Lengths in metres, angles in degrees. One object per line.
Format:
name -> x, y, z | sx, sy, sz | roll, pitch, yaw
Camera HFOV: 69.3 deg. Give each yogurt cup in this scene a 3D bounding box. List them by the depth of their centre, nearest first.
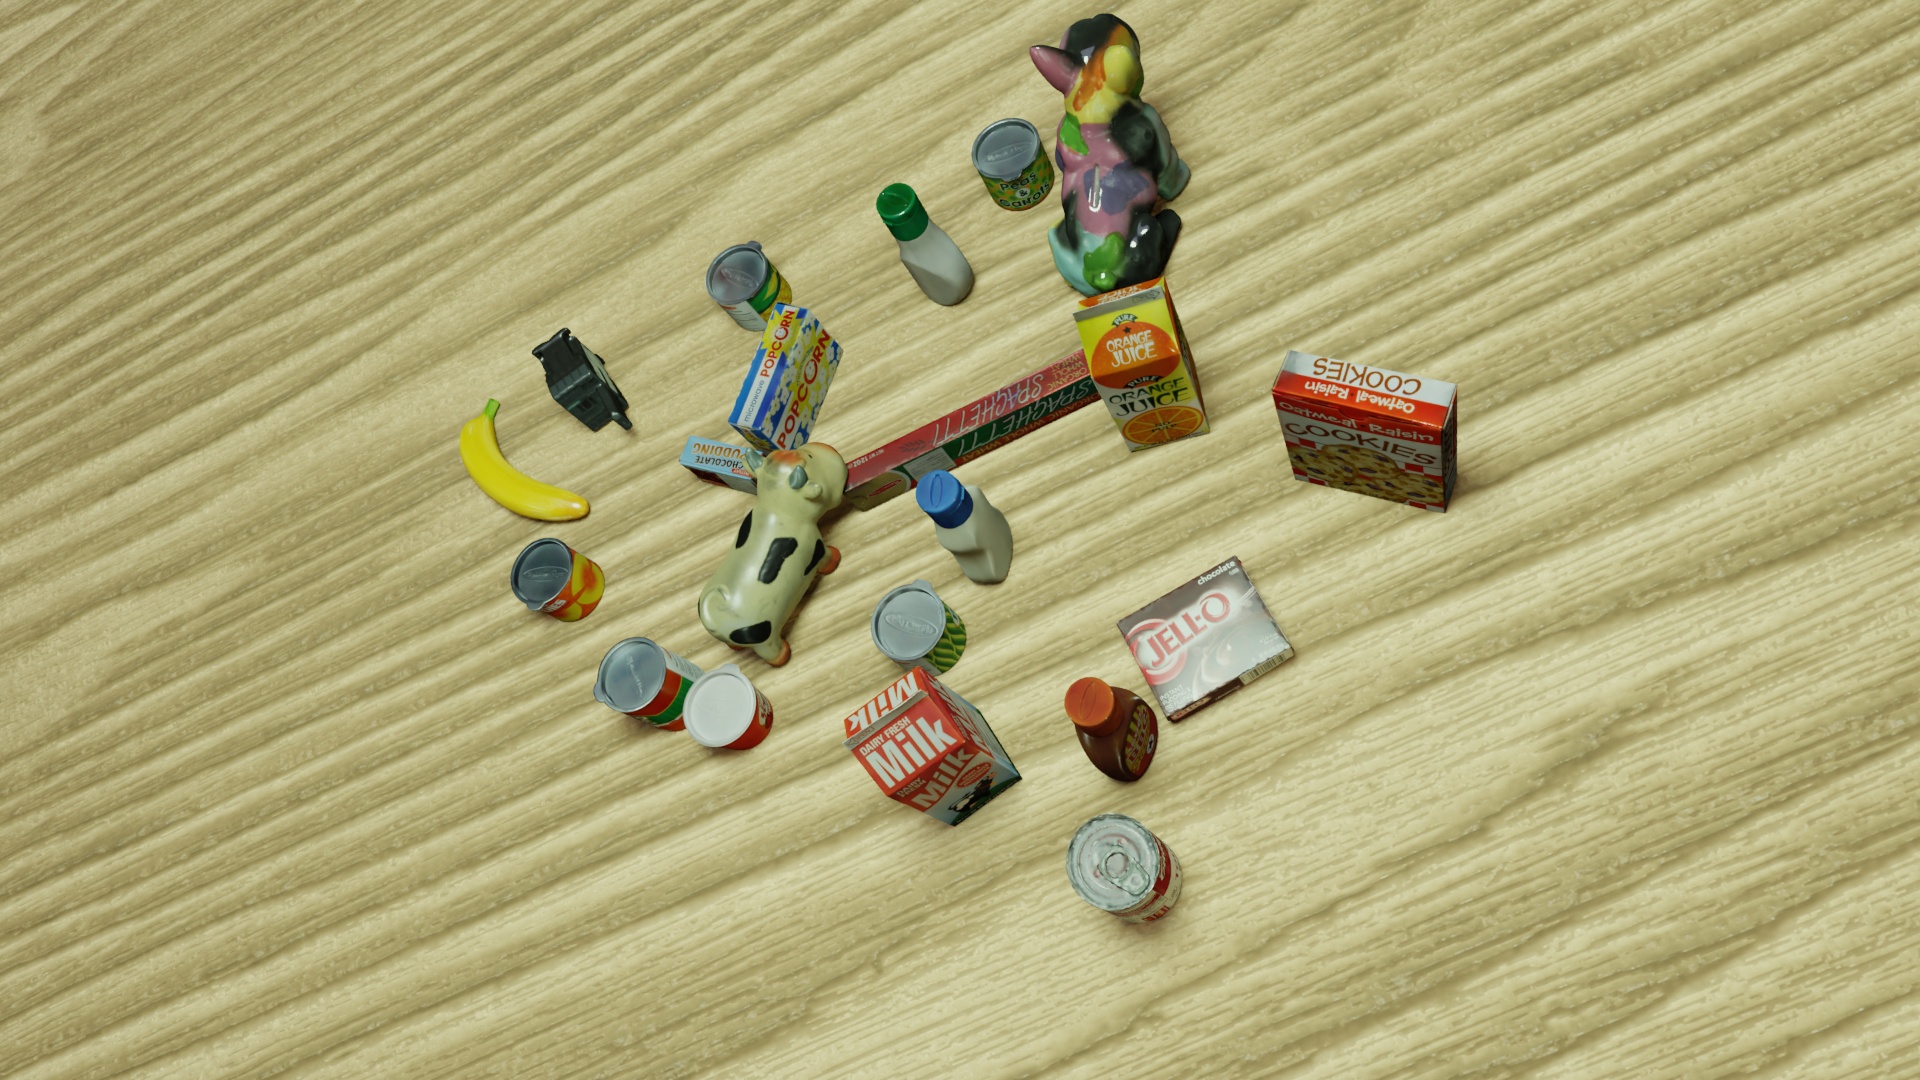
yogurt cup -> -0.198, 0.149, 1.201 | 0.072, 0.054, 0.072 | -7, 68, 17

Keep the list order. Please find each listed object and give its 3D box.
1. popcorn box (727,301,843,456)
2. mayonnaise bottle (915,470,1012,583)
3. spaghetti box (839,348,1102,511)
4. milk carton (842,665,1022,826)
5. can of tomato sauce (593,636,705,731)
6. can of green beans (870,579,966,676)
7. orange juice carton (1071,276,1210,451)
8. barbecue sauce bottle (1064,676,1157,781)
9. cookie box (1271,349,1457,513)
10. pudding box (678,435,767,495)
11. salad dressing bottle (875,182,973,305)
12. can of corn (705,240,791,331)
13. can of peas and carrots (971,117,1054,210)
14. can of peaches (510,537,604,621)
popcorn box -> -0.161, -0.144, 1.285 | 0.038, 0.085, 0.127 | 14, 75, 23
mayonnaise bottle -> 0.004, -0.014, 1.142 | 0.041, 0.147, 0.065 | -4, 69, 18
spaghetti box -> 0.011, -0.096, 1.227 | 0.250, 0.050, 0.029 | -25, 64, 8
milk carton -> -0.025, 0.156, 1.061 | 0.072, 0.190, 0.073 | -36, 63, 4
can of tomato sauce -> -0.269, 0.129, 1.217 | 0.071, 0.083, 0.071 | -7, 68, 17
can of green beans -> -0.034, 0.077, 1.170 | 0.071, 0.057, 0.071 | -7, 68, 17
orange juice carton -> 0.146, -0.147, 1.119 | 0.072, 0.192, 0.073 | -14, 66, 14
barbecue sauce bottle -> 0.113, 0.138, 1.044 | 0.044, 0.148, 0.065 | 11, 74, 23
cookie box -> 0.309, -0.079, 1.050 | 0.123, 0.167, 0.040 | 16, 76, 24
pudding box -> -0.214, -0.069, 1.294 | 0.084, 0.049, 0.030 | 14, 75, 23
salad dressing bottle -> -0.033, -0.267, 1.254 | 0.064, 0.147, 0.044 | 27, 81, 26
can of corn -> -0.205, -0.248, 1.357 | 0.071, 0.058, 0.071 | -7, 68, 17
can of peas and carrots -> 0.051, -0.352, 1.308 | 0.071, 0.058, 0.071 | -7, 68, 17
can of peaches -> -0.378, 0.040, 1.304 | 0.071, 0.058, 0.071 | -7, 68, 17
